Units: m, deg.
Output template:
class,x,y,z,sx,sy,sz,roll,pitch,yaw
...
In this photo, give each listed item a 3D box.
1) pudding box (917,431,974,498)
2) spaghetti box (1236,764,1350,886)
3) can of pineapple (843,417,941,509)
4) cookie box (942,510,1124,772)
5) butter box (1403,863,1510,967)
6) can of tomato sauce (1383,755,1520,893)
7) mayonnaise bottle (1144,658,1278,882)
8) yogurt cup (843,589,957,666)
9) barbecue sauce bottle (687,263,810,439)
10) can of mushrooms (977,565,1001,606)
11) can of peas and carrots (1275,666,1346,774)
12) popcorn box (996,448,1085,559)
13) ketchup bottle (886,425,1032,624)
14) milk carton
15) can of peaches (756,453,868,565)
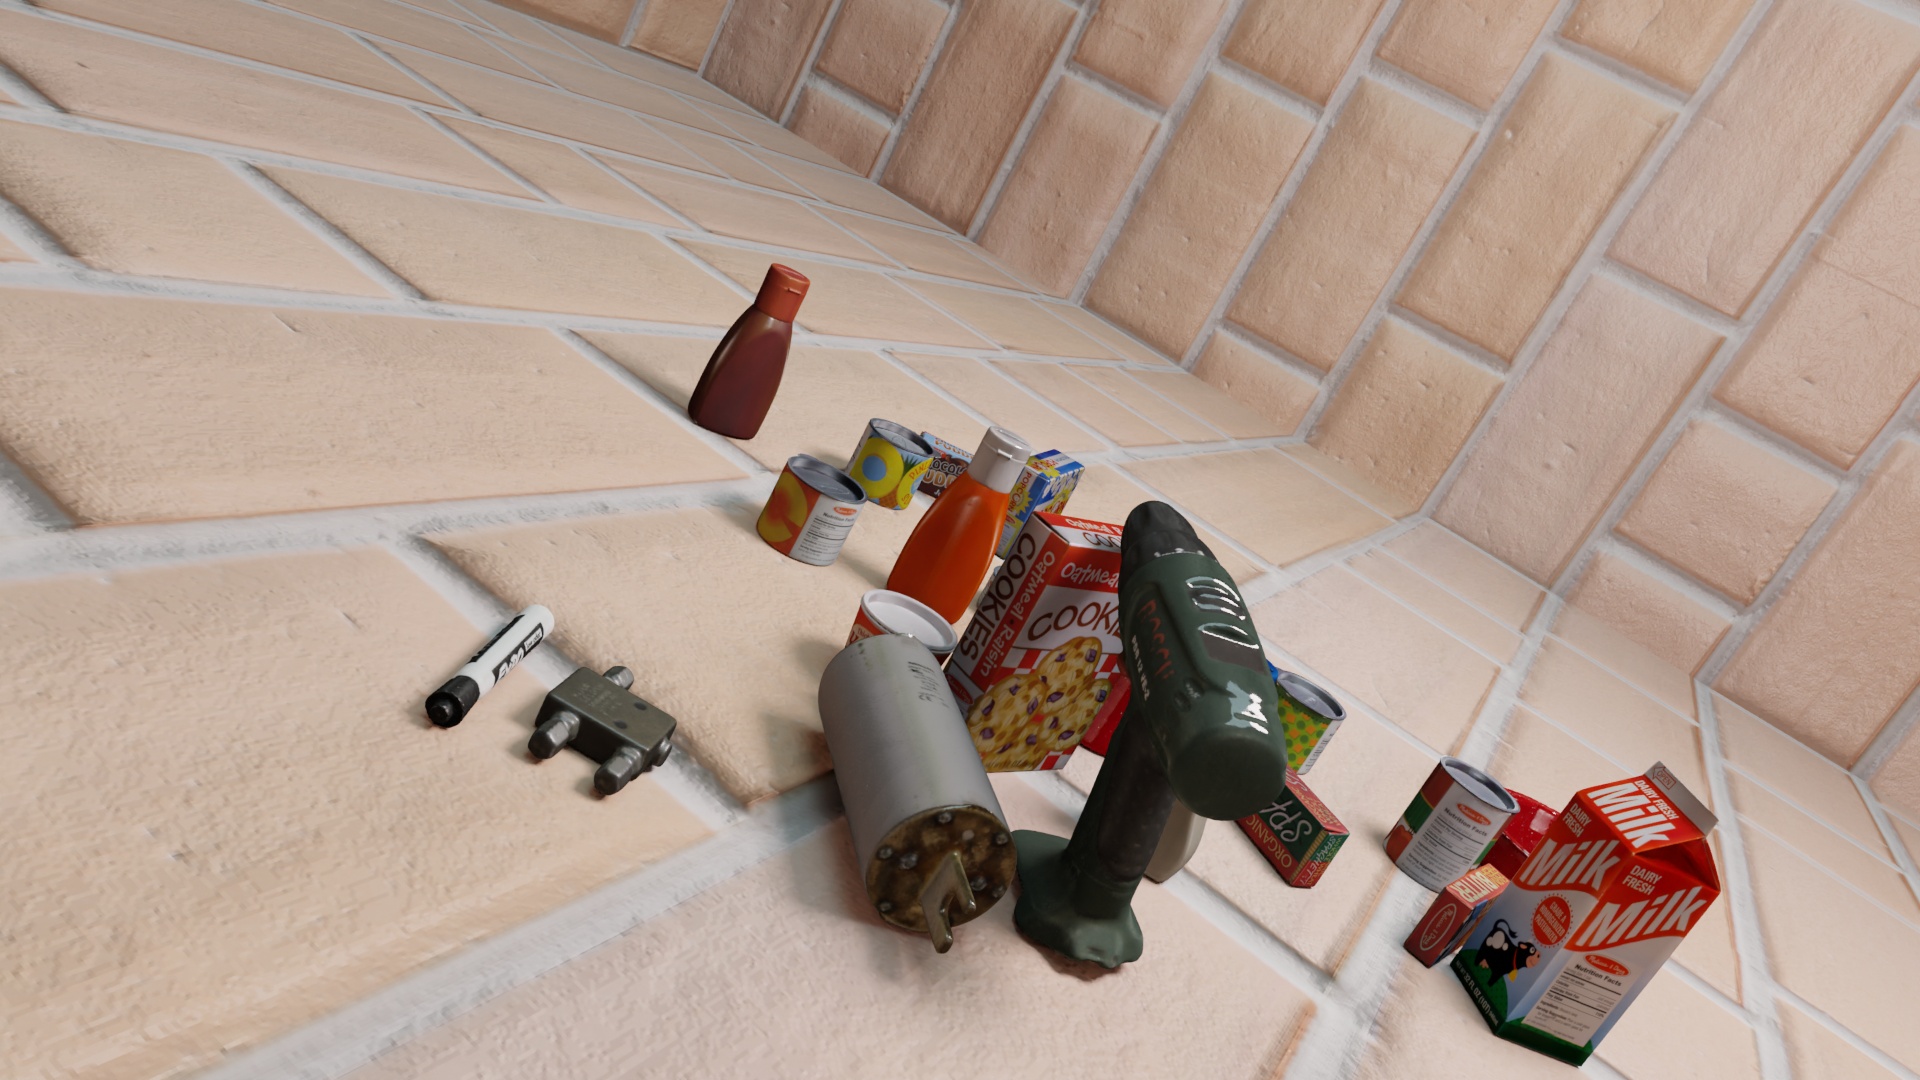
class,x,y,z,sx,sy,sz,roll,pitch,yaw
pudding box,-0.009,-0.063,1.310,0.084,0.049,0.030,25,18,-10
spaghetti box,0.192,0.152,1.019,0.029,0.050,0.251,17,21,-34
can of pineapple,-0.062,-0.067,1.229,0.071,0.057,0.071,26,18,-9
cookie box,0.055,0.066,0.860,0.123,0.167,0.040,9,26,-47
butter box,0.343,0.256,0.955,0.024,0.053,0.103,39,21,31
can of tomato sauce,0.373,0.216,1.058,0.071,0.082,0.071,26,18,-9
mayonnaise bottle,0.139,0.131,0.839,0.065,0.147,0.041,36,19,21
yogurt cup,-0.043,0.071,0.886,0.072,0.053,0.072,26,18,-9
barbecue sauce bottle,-0.173,-0.160,1.171,0.065,0.148,0.044,15,22,-37
can of mushrooms,0.051,0.052,1.110,0.071,0.033,0.071,26,18,-9
can of peas and carrots,0.269,0.147,1.134,0.071,0.058,0.071,26,18,-9
popcorn box,0.066,-0.036,1.289,0.038,0.085,0.127,33,18,13
ketchup bottle,0.004,-0.013,1.031,0.065,0.148,0.044,27,17,-5
milk carton,0.408,0.233,0.889,0.073,0.190,0.072,24,18,-14
can of peaches,-0.112,-0.023,1.035,0.071,0.058,0.071,26,18,-9
